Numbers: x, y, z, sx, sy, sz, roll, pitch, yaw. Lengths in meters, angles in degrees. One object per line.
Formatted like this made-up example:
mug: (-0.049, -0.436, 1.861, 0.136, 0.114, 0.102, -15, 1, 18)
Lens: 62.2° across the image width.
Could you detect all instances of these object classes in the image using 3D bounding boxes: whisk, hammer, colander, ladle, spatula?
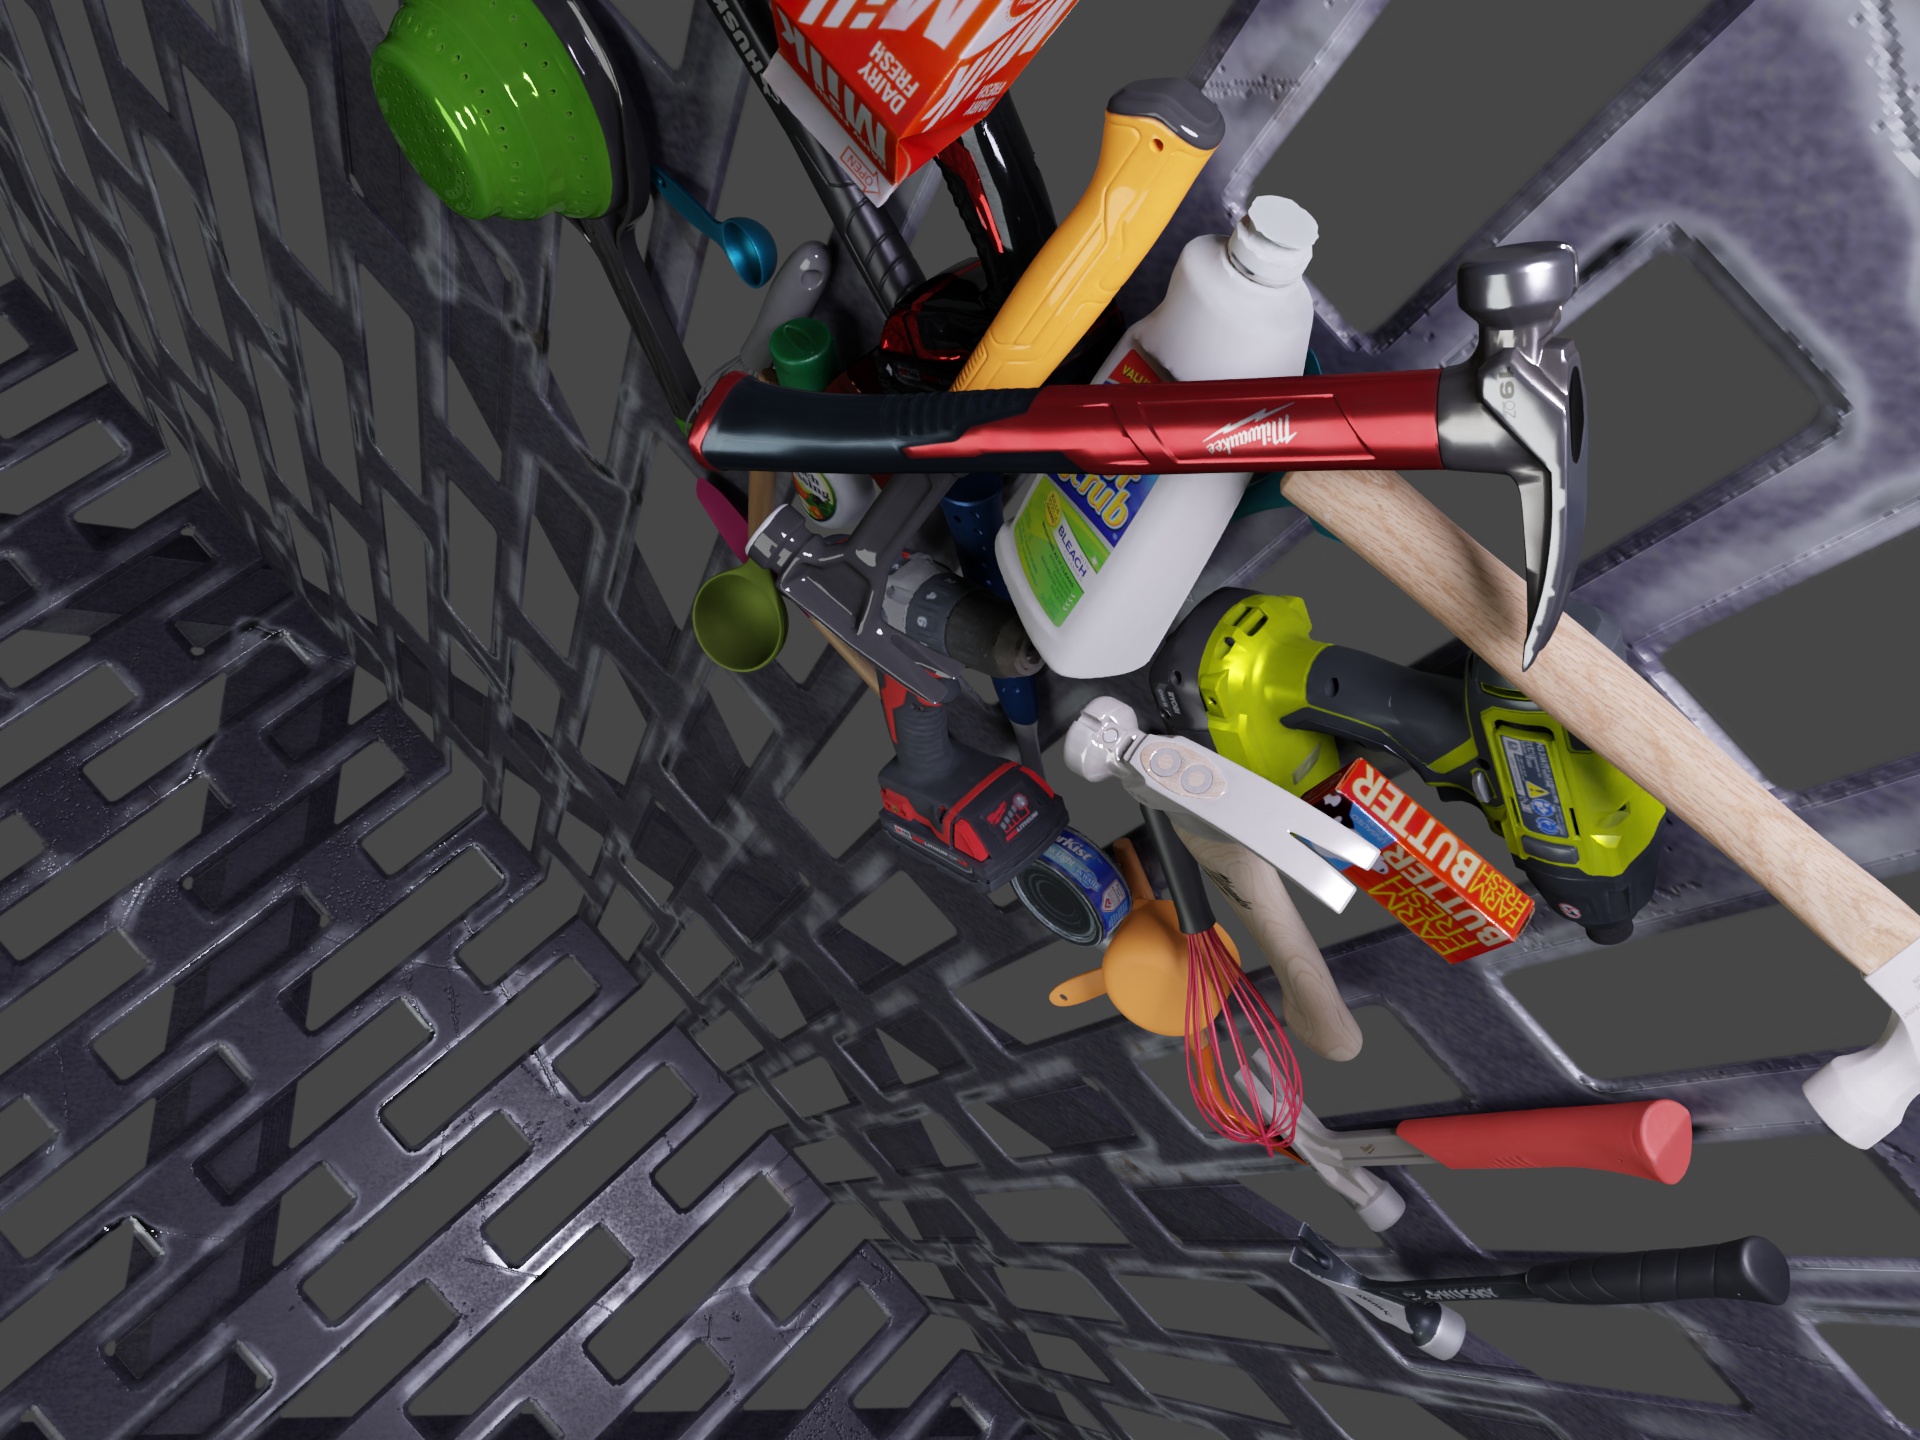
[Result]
whisk: (0.154, 0.145, 0.998, 0.073, 0.073, 0.295, 4, 117, 57)
hammer: (-0.074, -0.291, 0.812, 0.146, 0.035, 0.334, 3, 130, 57)
colander: (-0.263, -0.314, 1.014, 0.205, 0.094, 0.396, 27, 149, 44)
hammer: (0.015, -0.135, 0.699, 0.127, 0.034, 0.336, 40, 138, -2)
hammer: (0.301, 0.251, 0.974, 0.149, 0.037, 0.359, 48, 156, 1)
ladle: (-0.145, -0.130, 1.088, 0.078, 0.062, 0.320, 38, 155, 10)
hammer: (0.256, 0.004, 0.592, 0.331, 0.031, 0.130, 43, 117, 8)
hammer: (0.356, 0.352, 1.002, 0.149, 0.036, 0.408, 31, 153, -5)
hammer: (0.046, -0.101, 0.638, 0.386, 0.038, 0.143, 5, 116, 34)
whisk: (-0.121, -0.224, 0.980, 0.055, 0.055, 0.239, 49, 151, -1)
hammer: (0.176, 0.117, 0.839, 0.146, 0.038, 0.410, 30, 168, 33)
spatula: (0.105, -0.098, 0.783, 0.317, 0.044, 0.082, -14, 90, 65)
spatula: (0.171, 0.210, 1.151, 0.081, 0.041, 0.322, 14, 135, 51)
hammer: (0.037, 0.002, 1.051, 0.144, 0.035, 0.405, 30, 149, 36)

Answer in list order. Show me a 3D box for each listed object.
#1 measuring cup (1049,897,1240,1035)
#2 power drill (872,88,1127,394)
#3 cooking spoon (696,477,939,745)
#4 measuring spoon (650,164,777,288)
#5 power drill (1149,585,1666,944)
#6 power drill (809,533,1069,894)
measuring cup: (0.113, 0.187, 1.104, 0.173, 0.052, 0.095, -31, 103, 42)
power drill: (-0.005, -0.248, 0.713, 0.143, 0.078, 0.219, 24, 143, 41)
cooking spoon: (-0.091, -0.063, 1.192, 0.319, 0.017, 0.068, 47, 159, 5)
measuring spoon: (-0.145, -0.301, 0.945, 0.129, 0.021, 0.042, 46, 156, 30)
power drill: (0.209, 0.018, 0.742, 0.223, 0.080, 0.171, 14, 138, 47)
power drill: (-0.002, -0.003, 0.979, 0.188, 0.080, 0.226, 23, 142, 43)
